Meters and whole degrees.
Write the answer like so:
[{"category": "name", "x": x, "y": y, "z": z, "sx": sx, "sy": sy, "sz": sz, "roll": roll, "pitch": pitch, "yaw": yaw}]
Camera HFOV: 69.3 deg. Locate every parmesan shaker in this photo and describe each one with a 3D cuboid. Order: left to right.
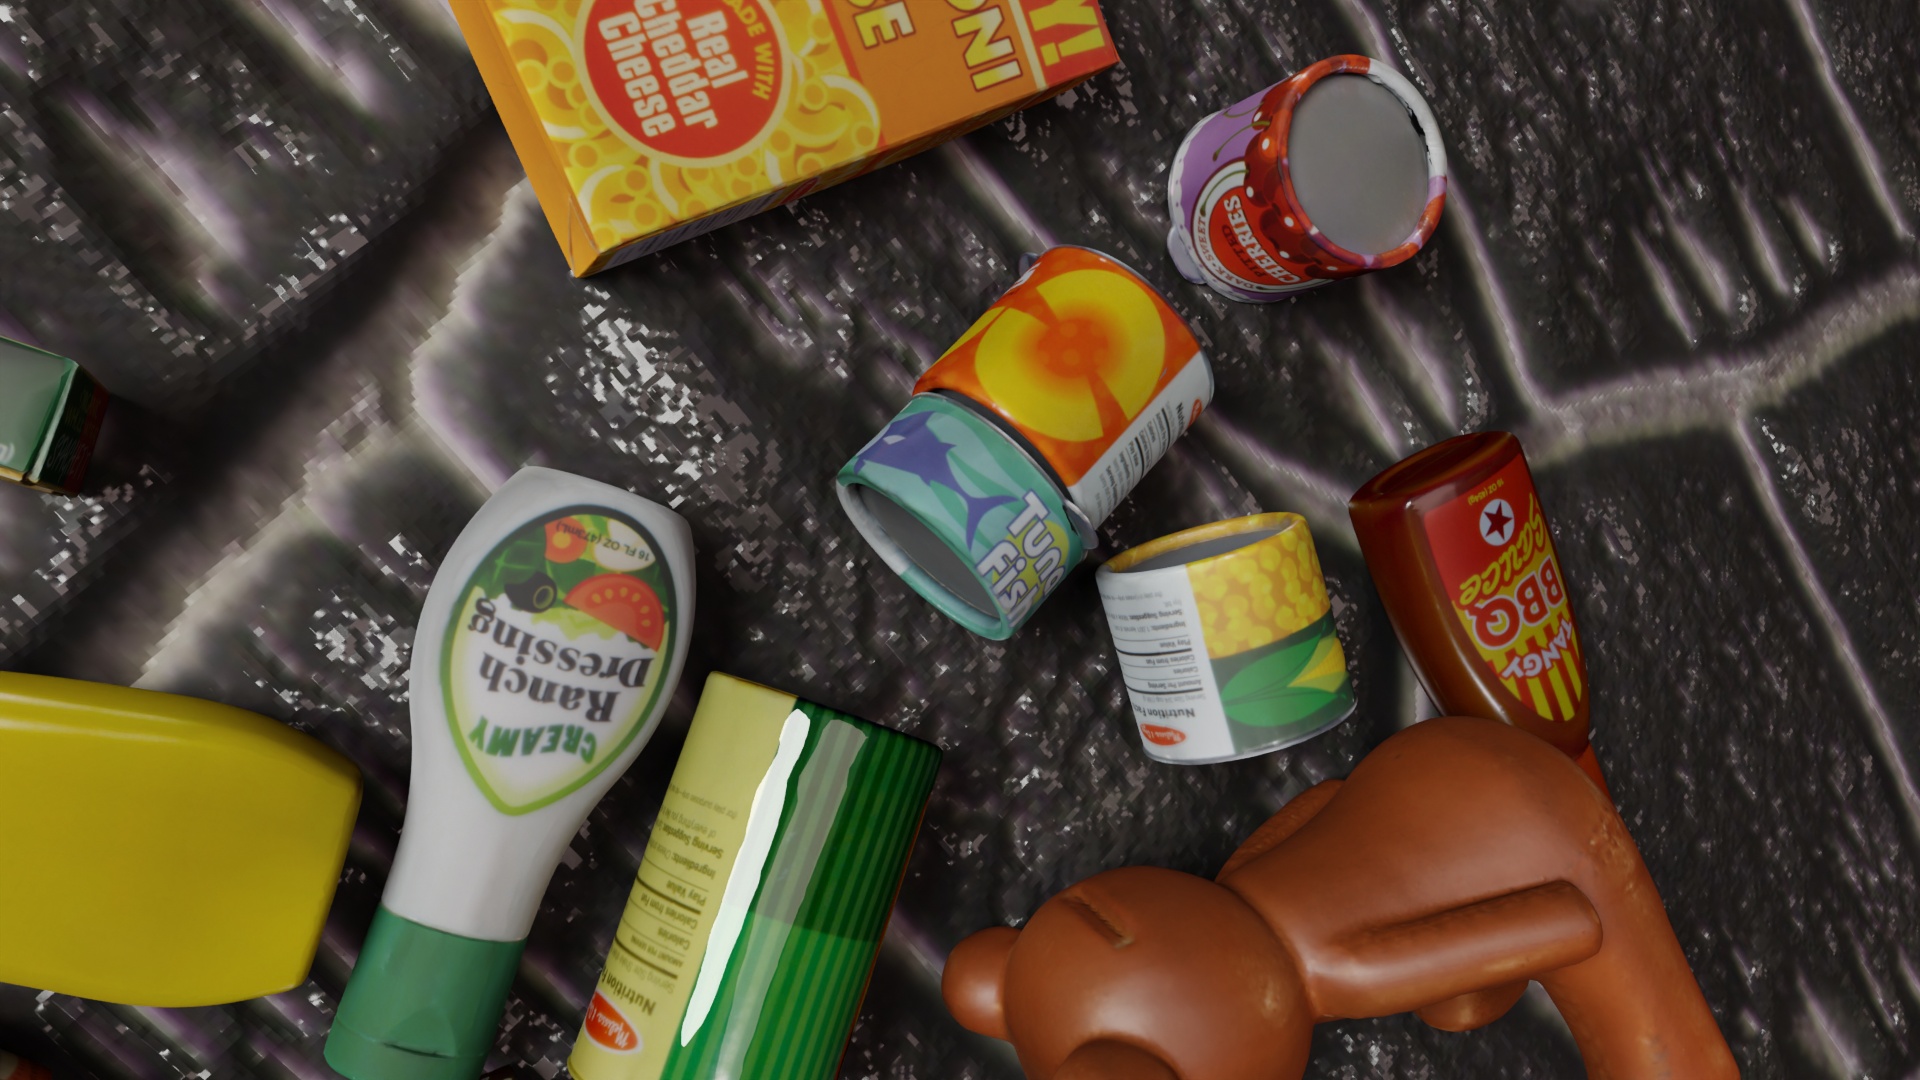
[{"category": "parmesan shaker", "x": -0.049, "y": 0.093, "z": 0.355, "sx": 0.071, "sy": 0.071, "sz": 0.103, "roll": 23, "pitch": 80, "yaw": -23}]

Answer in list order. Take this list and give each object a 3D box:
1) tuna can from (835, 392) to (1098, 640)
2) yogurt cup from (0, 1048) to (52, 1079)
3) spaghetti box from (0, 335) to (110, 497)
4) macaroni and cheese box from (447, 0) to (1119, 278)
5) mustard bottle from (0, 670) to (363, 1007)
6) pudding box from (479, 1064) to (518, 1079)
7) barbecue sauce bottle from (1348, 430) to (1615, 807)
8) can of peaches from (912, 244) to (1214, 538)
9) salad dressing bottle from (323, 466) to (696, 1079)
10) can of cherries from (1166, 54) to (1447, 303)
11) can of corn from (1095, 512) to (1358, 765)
[{"category": "tuna can", "x": 0.001, "y": -0.005, "z": 0.381, "sx": 0.033, "sy": 0.071, "sz": 0.071, "roll": -47, "pitch": 107, "yaw": -16}, {"category": "yogurt cup", "x": -0.224, "y": 0.127, "z": 0.278, "sx": 0.054, "sy": 0.072, "sz": 0.072, "roll": 32, "pitch": 76, "yaw": -29}, {"category": "spaghetti box", "x": -0.299, "y": -0.062, "z": 0.254, "sx": 0.250, "sy": 0.050, "sz": 0.029, "roll": 20, "pitch": 79, "yaw": -23}, {"category": "macaroni and cheese box", "x": -0.050, "y": -0.159, "z": 0.377, "sx": 0.167, "sy": 0.040, "sz": 0.123, "roll": -27, "pitch": 101, "yaw": -23}, {"category": "mustard bottle", "x": -0.215, "y": 0.055, "z": 0.291, "sx": 0.160, "sy": 0.049, "sz": 0.065, "roll": 18, "pitch": 81, "yaw": -23}, {"category": "pudding box", "x": -0.122, "y": 0.181, "z": 0.341, "sx": 0.050, "sy": 0.030, "sz": 0.083, "roll": -16, "pitch": 96, "yaw": -25}, {"category": "barbecue sauce bottle", "x": 0.187, "y": 0.040, "z": 0.480, "sx": 0.065, "sy": 0.043, "sz": 0.148, "roll": -28, "pitch": 101, "yaw": -24}, {"category": "can of peaches", "x": 0.027, "y": -0.042, "z": 0.397, "sx": 0.058, "sy": 0.071, "sz": 0.071, "roll": -48, "pitch": 107, "yaw": -17}, {"category": "salad dressing bottle", "x": -0.111, "y": 0.057, "z": 0.342, "sx": 0.064, "sy": 0.044, "sz": 0.148, "roll": 21, "pitch": 81, "yaw": -22}, {"category": "can of cherries", "x": 0.107, "y": -0.110, "z": 0.439, "sx": 0.071, "sy": 0.058, "sz": 0.071, "roll": 1, "pitch": 89, "yaw": -25}, {"category": "can of corn", "x": 0.081, "y": 0.027, "z": 0.420, "sx": 0.071, "sy": 0.071, "sz": 0.058, "roll": -19, "pitch": 97, "yaw": -24}]
